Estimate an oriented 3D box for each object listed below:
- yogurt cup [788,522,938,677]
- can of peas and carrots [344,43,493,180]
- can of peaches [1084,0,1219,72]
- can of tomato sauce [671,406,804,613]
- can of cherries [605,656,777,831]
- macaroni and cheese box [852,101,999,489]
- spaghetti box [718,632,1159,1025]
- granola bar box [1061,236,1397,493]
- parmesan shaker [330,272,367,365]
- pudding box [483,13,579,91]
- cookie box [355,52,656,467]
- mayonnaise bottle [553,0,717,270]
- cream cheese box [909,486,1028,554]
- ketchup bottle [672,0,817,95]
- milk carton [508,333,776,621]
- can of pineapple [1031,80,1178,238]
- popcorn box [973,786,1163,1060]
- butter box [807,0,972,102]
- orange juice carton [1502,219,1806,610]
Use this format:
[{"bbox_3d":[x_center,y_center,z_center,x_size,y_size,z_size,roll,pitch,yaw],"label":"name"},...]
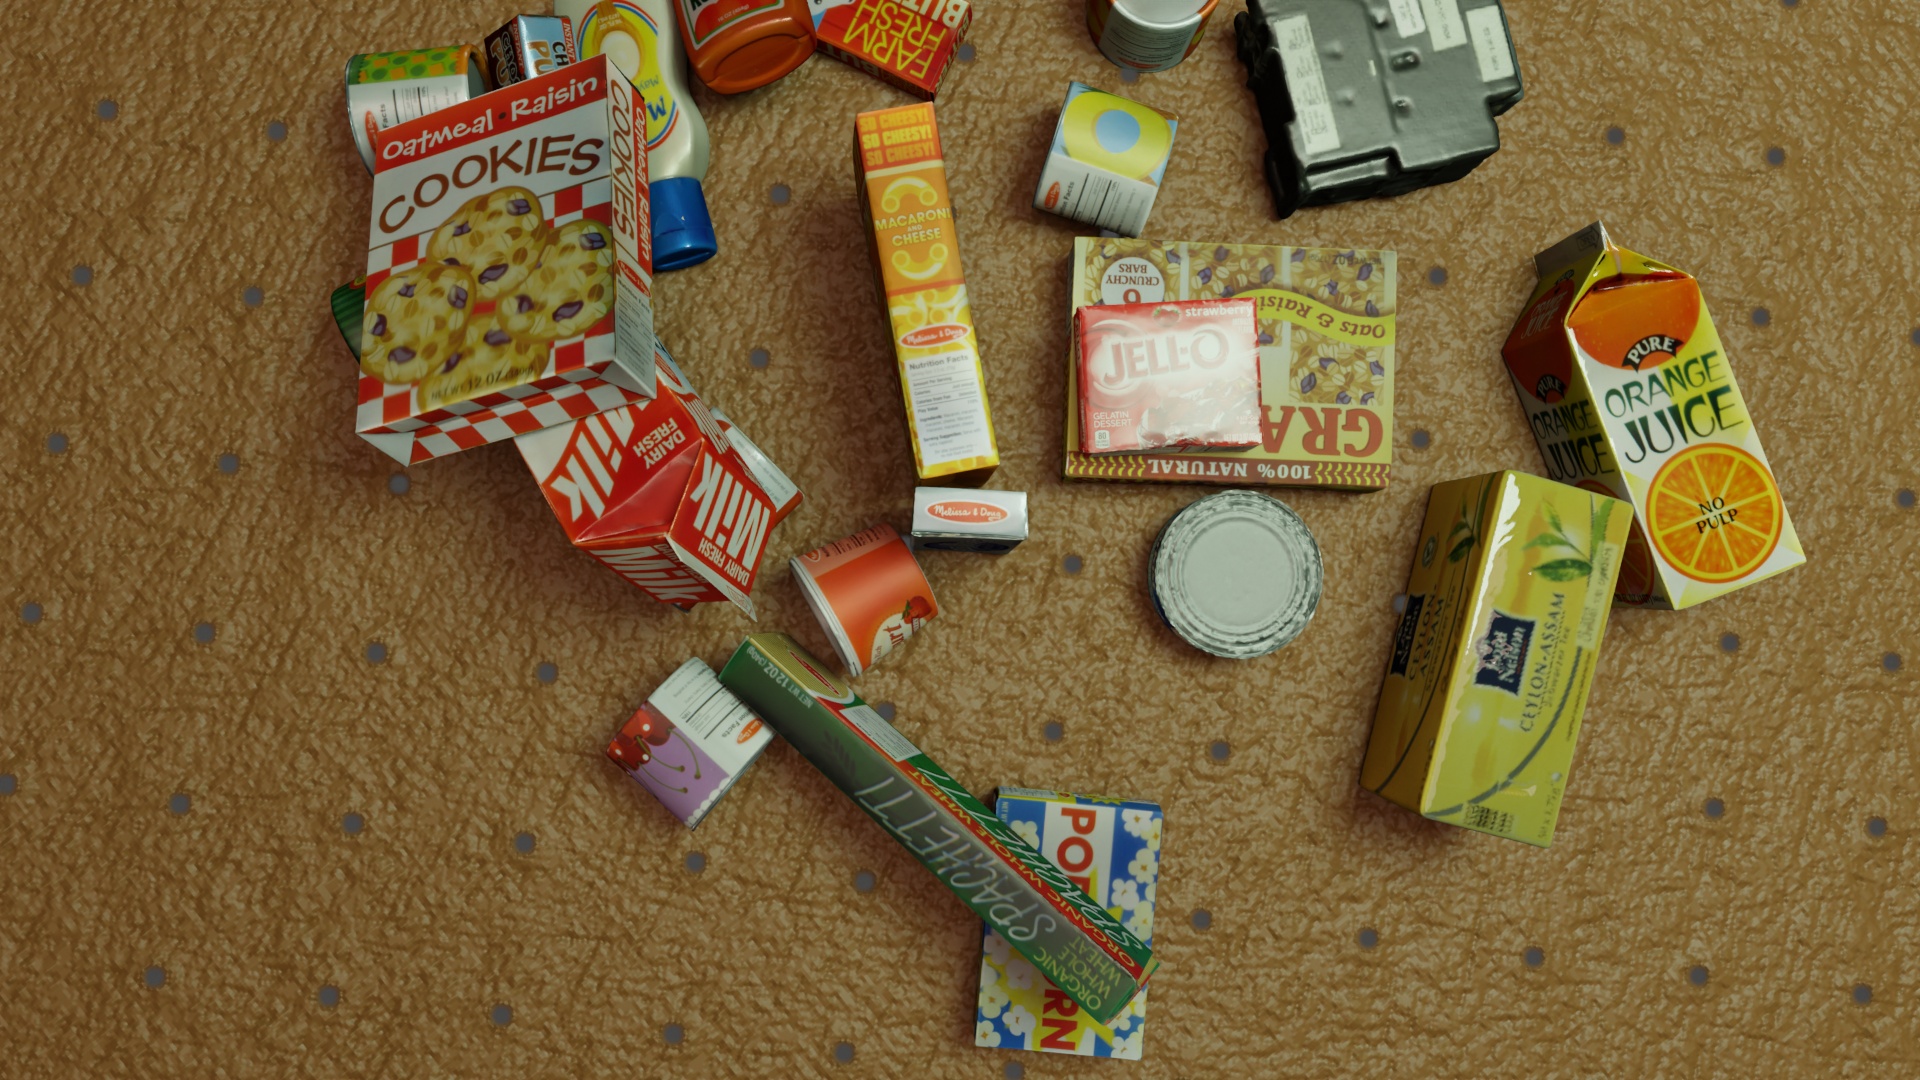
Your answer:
[{"bbox_3d":[-0.047,0.027,0.697,0.054,0.072,0.072,-30,89,-10],"label":"yogurt cup"},{"bbox_3d":[-0.267,-0.215,0.701,0.059,0.071,0.071,-7,88,-2],"label":"can of peas and carrots"},{"bbox_3d":[0.100,-0.287,0.717,0.071,0.058,0.071,0,88,-1],"label":"can of peaches"},{"bbox_3d":[-0.130,-0.016,0.696,0.083,0.071,0.071,-45,90,-3],"label":"can of tomato sauce"},{"bbox_3d":[-0.134,0.102,0.690,0.058,0.071,0.071,41,87,0],"label":"can of cherries"},{"bbox_3d":[-0.018,-0.109,0.673,0.040,0.123,0.166,-11,88,-3],"label":"macaroni and cheese box"},{"bbox_3d":[-0.012,0.133,0.669,0.250,0.050,0.028,39,99,14],"label":"spaghetti box"},{"bbox_3d":[0.137,-0.089,0.719,0.166,0.039,0.124,2,88,-2],"label":"granola bar box"},{"bbox_3d":[-0.250,-0.120,0.692,0.103,0.071,0.071,-28,89,-2],"label":"parmesan shaker"},{"bbox_3d":[-0.210,-0.216,0.699,0.030,0.049,0.083,-15,101,-38],"label":"pudding box"},{"bbox_3d":[-0.202,-0.127,0.623,0.123,0.040,0.168,-14,64,12],"label":"cookie box"},{"bbox_3d":[-0.161,-0.215,0.714,0.065,0.041,0.148,-16,87,4],"label":"mayonnaise bottle"},{"bbox_3d":[0.002,-0.009,0.679,0.053,0.103,0.024,3,86,-2],"label":"cream cheese box"},{"bbox_3d":[-0.120,-0.301,0.703,0.064,0.043,0.149,-21,71,11],"label":"ketchup bottle"},{"bbox_3d":[-0.151,-0.042,0.633,0.073,0.072,0.191,-39,58,1],"label":"milk carton"},{"bbox_3d":[0.074,-0.195,0.709,0.058,0.071,0.071,18,88,-1],"label":"can of pineapple"},{"bbox_3d":[0.054,0.192,0.705,0.085,0.038,0.126,6,88,-1],"label":"popcorn box"},{"bbox_3d":[-0.050,-0.276,0.728,0.103,0.024,0.053,25,88,0],"label":"butter box"},{"bbox_3d":[0.343,-0.065,0.708,0.073,0.072,0.192,-21,89,-3],"label":"orange juice carton"}]
